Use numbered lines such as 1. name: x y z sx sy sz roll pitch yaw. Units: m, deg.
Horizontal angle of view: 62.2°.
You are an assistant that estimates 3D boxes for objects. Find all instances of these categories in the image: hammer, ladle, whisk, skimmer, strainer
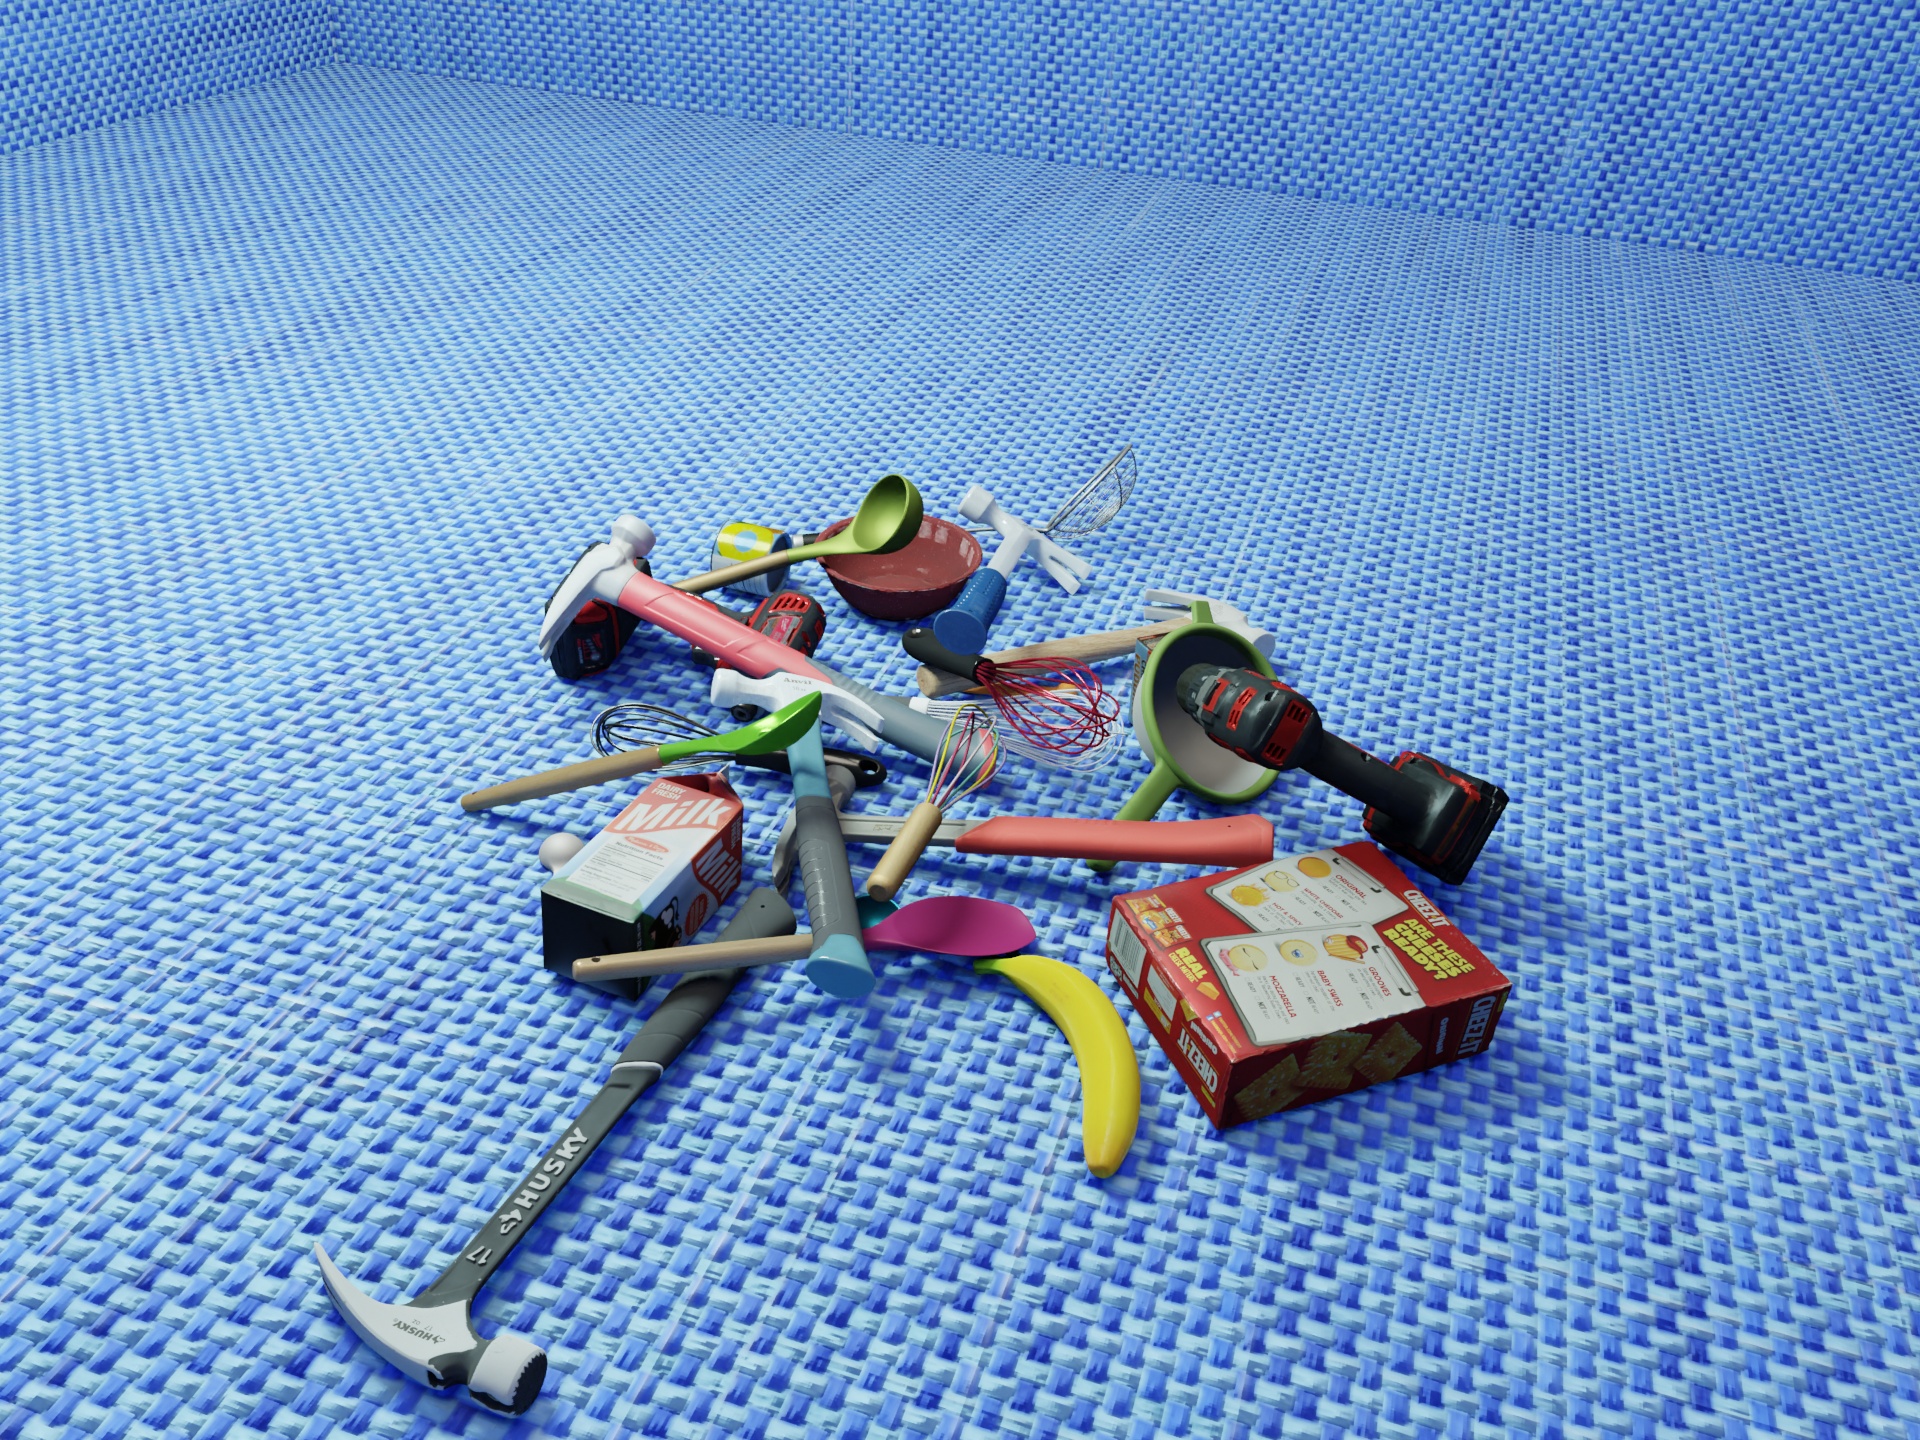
1. hammer: -0.213 0.227 0.970 0.149 0.036 0.409 15 34 17
2. ladle: -0.186 -0.150 1.457 0.320 0.062 0.078 -17 49 0
3. hammer: 0.036 -0.124 1.397 0.144 0.035 0.406 34 20 -3
4. whisk: 0.030 -0.034 1.270 0.073 0.073 0.296 -15 22 -27
5. whisk: -0.002 -0.004 1.327 0.284 0.070 0.070 6 33 13
6. skimmer: 0.006 -0.224 1.630 0.363 0.090 0.127 -6 -1 -10
7. whisk: -0.019 0.054 1.145 0.051 0.047 0.245 7 29 17
8. hammer: 0.046 0.090 1.163 0.359 0.036 0.149 2 32 12
9. hammer: -0.151 -0.031 1.296 0.386 0.038 0.143 27 65 9
10. strainer: 0.163 0.034 1.279 0.256 0.151 0.069 -48 13 -30
11. hammer: -0.104 0.069 1.131 0.128 0.033 0.331 6 35 -17
12. whisk: -0.177 0.027 1.271 0.239 0.055 0.055 9 33 -1
13. hammer: 0.113 -0.065 1.435 0.331 0.031 0.130 -12 31 -25

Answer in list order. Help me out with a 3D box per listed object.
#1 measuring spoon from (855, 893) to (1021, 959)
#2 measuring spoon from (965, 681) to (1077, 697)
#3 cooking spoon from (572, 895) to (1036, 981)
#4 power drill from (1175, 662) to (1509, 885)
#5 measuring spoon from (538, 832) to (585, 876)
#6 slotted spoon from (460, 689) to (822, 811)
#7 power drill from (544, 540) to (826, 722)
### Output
1. measuring spoon: -0.021 0.155 1.120 0.128 0.021 0.042 16 36 2
2. measuring spoon: 0.046 -0.031 1.410 0.117 0.011 0.021 4 33 -1
3. cooking spoon: -0.098 0.151 1.064 0.318 0.017 0.069 -3 31 -23
4. power drill: 0.271 0.026 1.191 0.226 0.080 0.188 27 4 -16
5. measuring spoon: -0.285 0.119 1.140 0.034 0.018 0.124 -4 35 -13
6. slotted spoon: -0.238 0.030 1.166 0.314 0.031 0.070 -13 17 21
7. power drill: -0.239 -0.071 1.378 0.219 0.078 0.143 14 45 8
